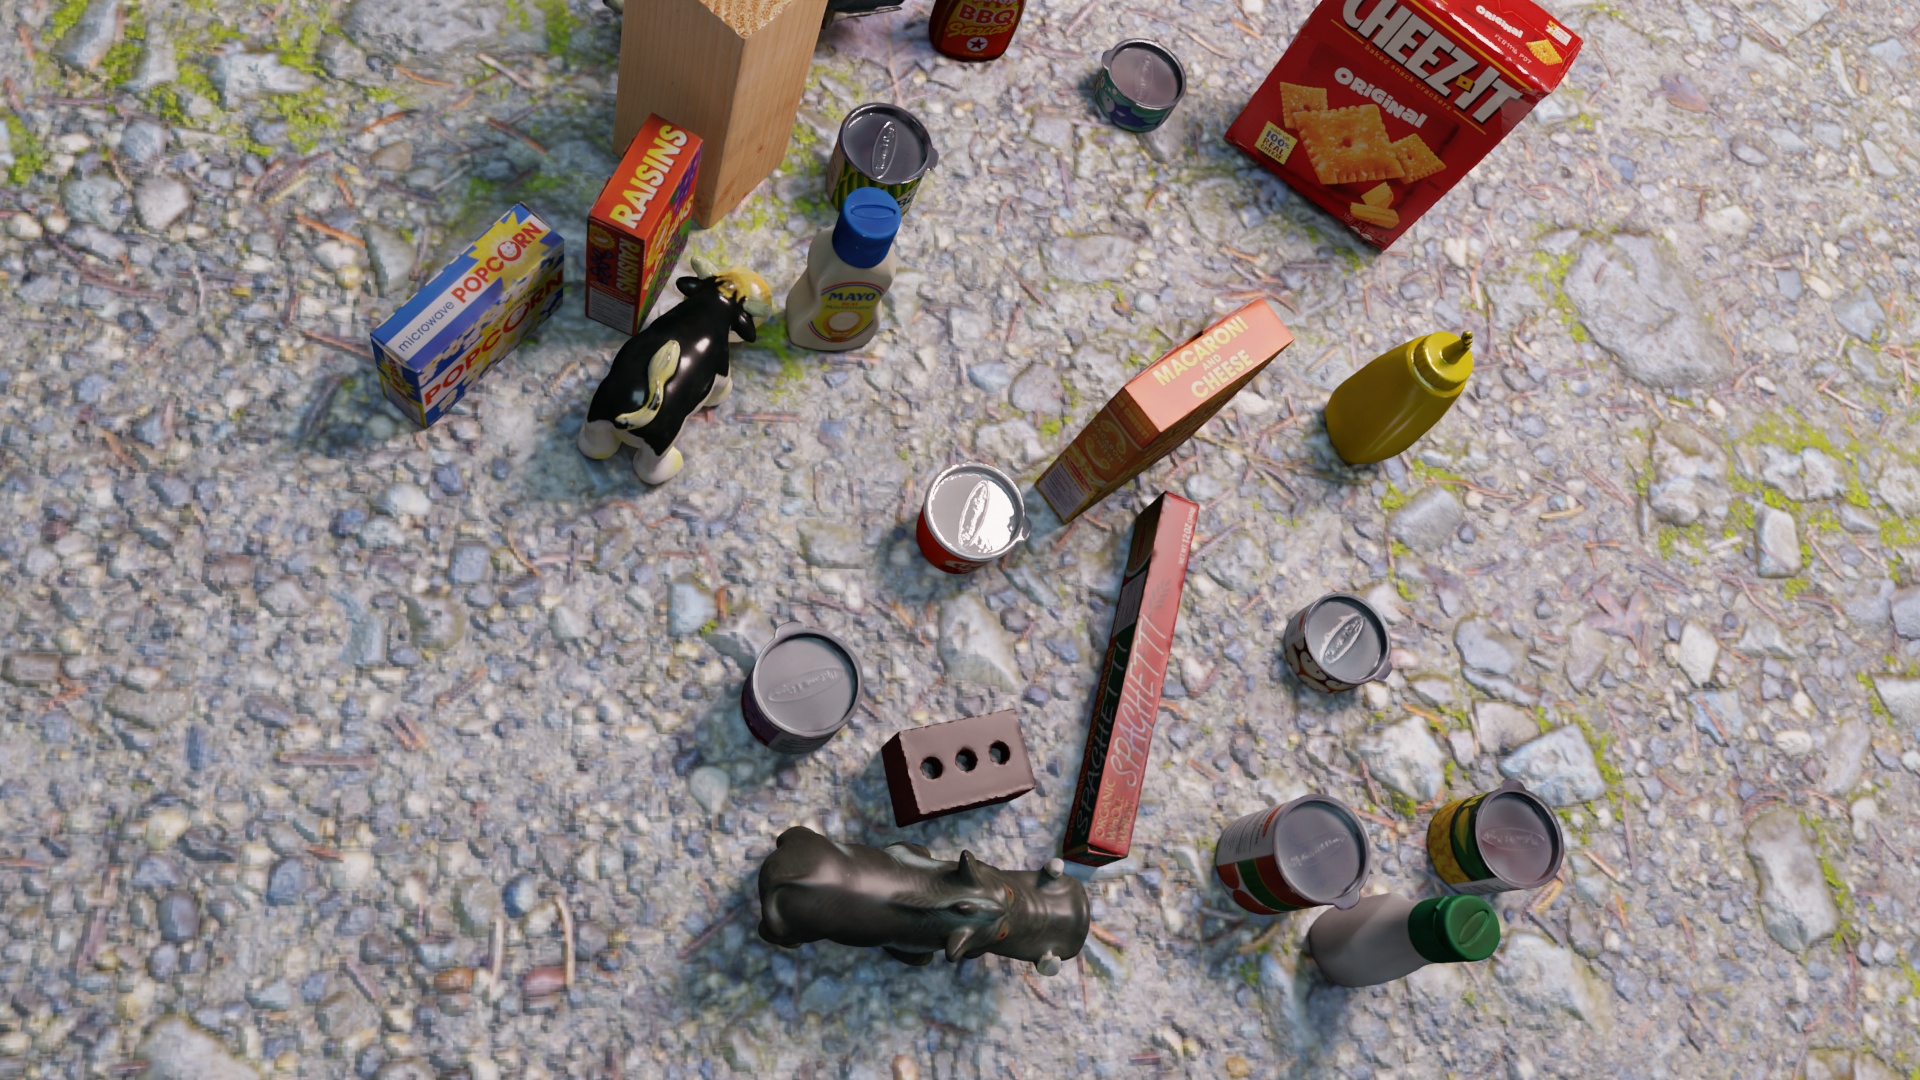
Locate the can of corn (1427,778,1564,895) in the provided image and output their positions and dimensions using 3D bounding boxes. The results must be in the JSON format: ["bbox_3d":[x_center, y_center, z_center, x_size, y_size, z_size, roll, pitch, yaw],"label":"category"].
[{"bbox_3d":[0.357,0.200,0.932,0.071,0.058,0.071,5,69,-14],"label":"can of corn"}]

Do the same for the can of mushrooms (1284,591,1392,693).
[{"bbox_3d":[0.263,0.073,0.965,0.071,0.033,0.071,5,69,-14],"label":"can of mushrooms"}]

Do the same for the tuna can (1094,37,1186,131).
[{"bbox_3d":[0.138,-0.357,1.087,0.071,0.032,0.071,5,69,-14],"label":"tuna can"}]

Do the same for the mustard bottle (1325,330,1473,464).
[{"bbox_3d":[0.316,-0.107,0.977,0.049,0.159,0.065,-12,75,-20],"label":"mustard bottle"}]

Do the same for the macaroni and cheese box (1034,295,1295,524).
[{"bbox_3d":[0.128,-0.082,0.910,0.124,0.165,0.040,-34,83,-24],"label":"macaroni and cheese box"}]

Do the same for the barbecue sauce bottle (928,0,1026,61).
[{"bbox_3d":[0.024,-0.412,1.010,0.065,0.148,0.044,-1,71,-16],"label":"barbecue sauce bottle"}]

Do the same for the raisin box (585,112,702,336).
[{"bbox_3d":[-0.202,-0.197,0.879,0.040,0.123,0.086,25,66,-6],"label":"raisin box"}]

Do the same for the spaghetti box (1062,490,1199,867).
[{"bbox_3d":[0.112,0.088,0.906,0.029,0.050,0.251,19,66,-9],"label":"spaghetti box"}]

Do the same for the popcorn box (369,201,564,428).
[{"bbox_3d":[-0.298,-0.136,0.849,0.038,0.085,0.127,38,65,0],"label":"popcorn box"}]

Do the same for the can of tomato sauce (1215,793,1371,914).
[{"bbox_3d":[0.209,0.201,0.875,0.071,0.082,0.071,5,69,-14],"label":"can of tomato sauce"}]

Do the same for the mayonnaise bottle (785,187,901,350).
[{"bbox_3d":[-0.072,-0.172,0.894,0.065,0.147,0.041,-2,72,-17],"label":"mayonnaise bottle"}]

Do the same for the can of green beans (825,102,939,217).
[{"bbox_3d":[-0.059,-0.264,0.982,0.071,0.057,0.071,5,69,-14],"label":"can of green beans"}]

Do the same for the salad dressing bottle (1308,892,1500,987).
[{"bbox_3d":[0.267,0.240,0.842,0.064,0.147,0.044,-38,84,-24],"label":"salad dressing bottle"}]

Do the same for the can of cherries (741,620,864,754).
[{"bbox_3d":[-0.097,0.089,0.840,0.071,0.058,0.072,5,69,-14],"label":"can of cherries"}]

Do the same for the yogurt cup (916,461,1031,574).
[{"bbox_3d":[0.003,-0.011,0.909,0.072,0.053,0.072,5,69,-14],"label":"yogurt cup"}]
